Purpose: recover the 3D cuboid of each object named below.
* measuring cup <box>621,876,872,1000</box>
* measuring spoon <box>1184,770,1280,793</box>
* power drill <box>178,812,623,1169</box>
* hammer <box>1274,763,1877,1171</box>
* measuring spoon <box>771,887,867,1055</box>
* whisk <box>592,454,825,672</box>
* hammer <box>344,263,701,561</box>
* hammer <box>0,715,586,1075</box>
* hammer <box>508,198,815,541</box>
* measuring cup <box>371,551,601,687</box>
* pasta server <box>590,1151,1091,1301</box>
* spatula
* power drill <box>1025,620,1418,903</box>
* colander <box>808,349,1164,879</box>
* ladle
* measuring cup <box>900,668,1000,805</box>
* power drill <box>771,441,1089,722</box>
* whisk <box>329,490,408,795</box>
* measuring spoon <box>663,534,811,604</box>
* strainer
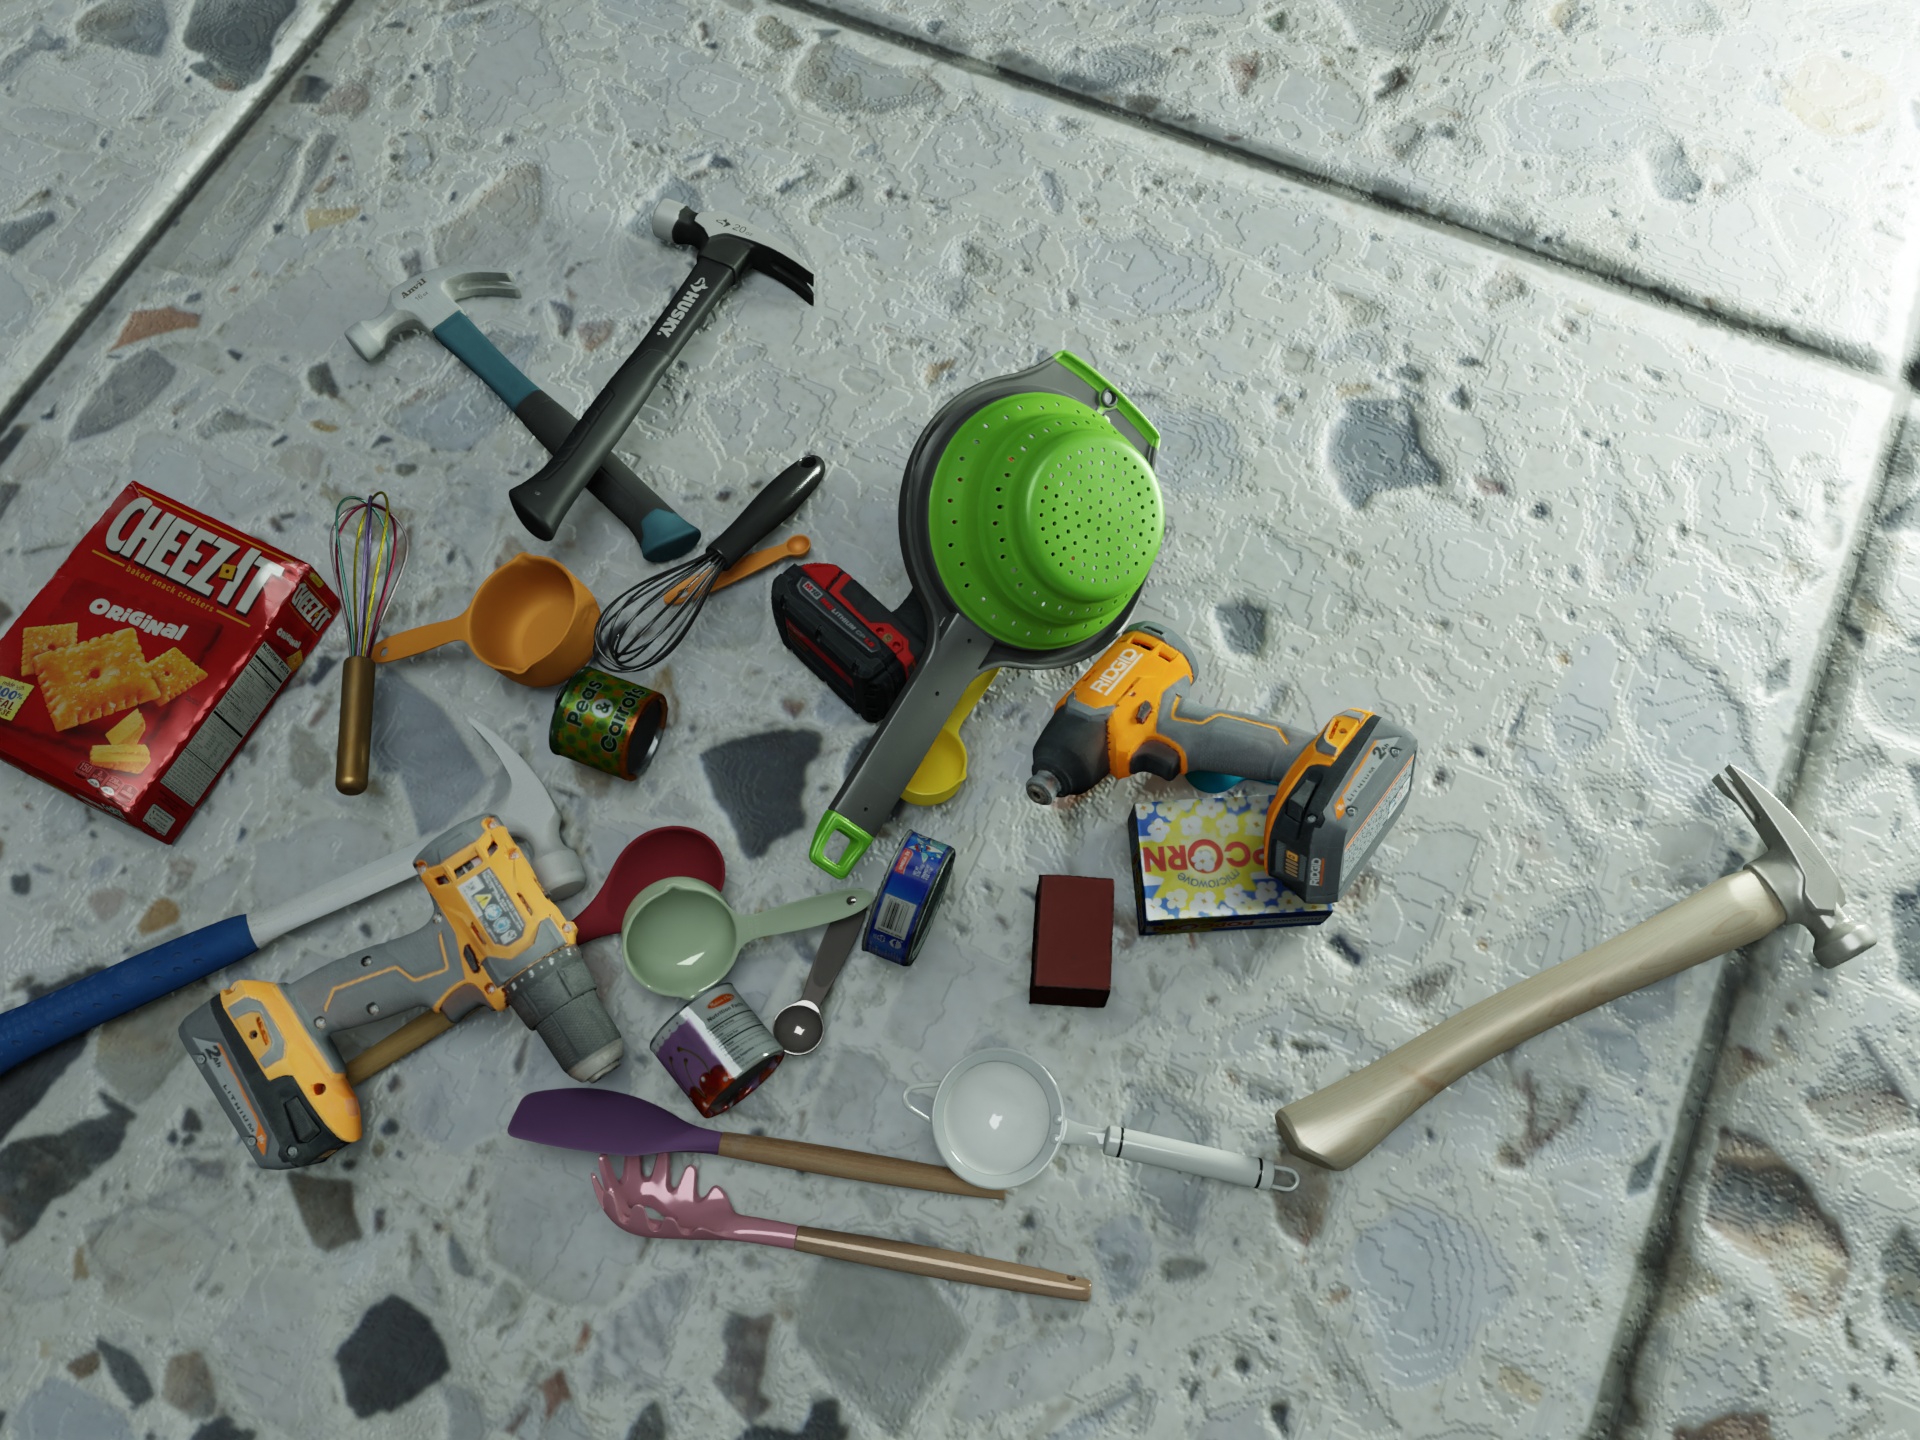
[{"bbox_3d":[-0.143,0.131,1.058,0.167,0.038,0.083,-12,108,-16],"label":"measuring cup"},{"bbox_3d":[0.220,0.033,1.108,0.128,0.021,0.042,6,68,4],"label":"measuring spoon"},{"bbox_3d":[-0.341,0.192,1.000,0.226,0.084,0.185,-34,83,-12],"label":"power drill"},{"bbox_3d":[0.387,0.172,1.043,0.410,0.038,0.146,-24,68,-9],"label":"hammer"},{"bbox_3d":[-0.090,0.168,1.064,0.034,0.018,0.124,20,63,9],"label":"measuring spoon"},{"bbox_3d":[-0.178,-0.119,1.155,0.055,0.055,0.239,34,62,13],"label":"whisk"},{"bbox_3d":[-0.322,-0.234,1.217,0.128,0.033,0.331,-43,74,-14],"label":"hammer"},{"bbox_3d":[-0.466,0.132,1.069,0.405,0.035,0.144,-24,70,-9],"label":"hammer"},{"bbox_3d":[-0.234,-0.263,1.198,0.146,0.035,0.335,22,60,8],"label":"hammer"},{"bbox_3d":[-0.339,-0.058,1.142,0.173,0.052,0.095,-13,66,15],"label":"measuring cup"},{"bbox_3d":[-0.074,0.320,0.987,0.316,0.060,0.040,10,109,2],"label":"pasta server"},{"bbox_3d":[-0.127,0.271,1.011,0.316,0.018,0.060,9,25,1],"label":"spatula"},{"bbox_3d":[0.161,0.030,1.040,0.227,0.084,0.164,25,52,29],"label":"power drill"},{"bbox_3d":[0.027,-0.066,1.048,0.204,0.094,0.397,36,77,-24],"label":"colander"},{"bbox_3d":[-0.297,0.168,1.056,0.315,0.031,0.069,-32,91,-9],"label":"ladle"},{"bbox_3d":[-0.002,-0.004,1.130,0.062,0.029,0.157,26,59,10],"label":"measuring cup"},{"bbox_3d":[-0.024,-0.115,1.144,0.220,0.078,0.143,-41,71,-18],"label":"power drill"},{"bbox_3d":[-0.423,-0.061,1.123,0.047,0.051,0.245,-15,61,14],"label":"whisk"},{"bbox_3d":[-0.165,-0.109,1.179,0.117,0.011,0.021,-23,55,-5],"label":"measuring spoon"},{"bbox_3d":[0.088,0.266,1.007,0.258,0.050,0.087,13,74,0],"label":"strainer"}]
